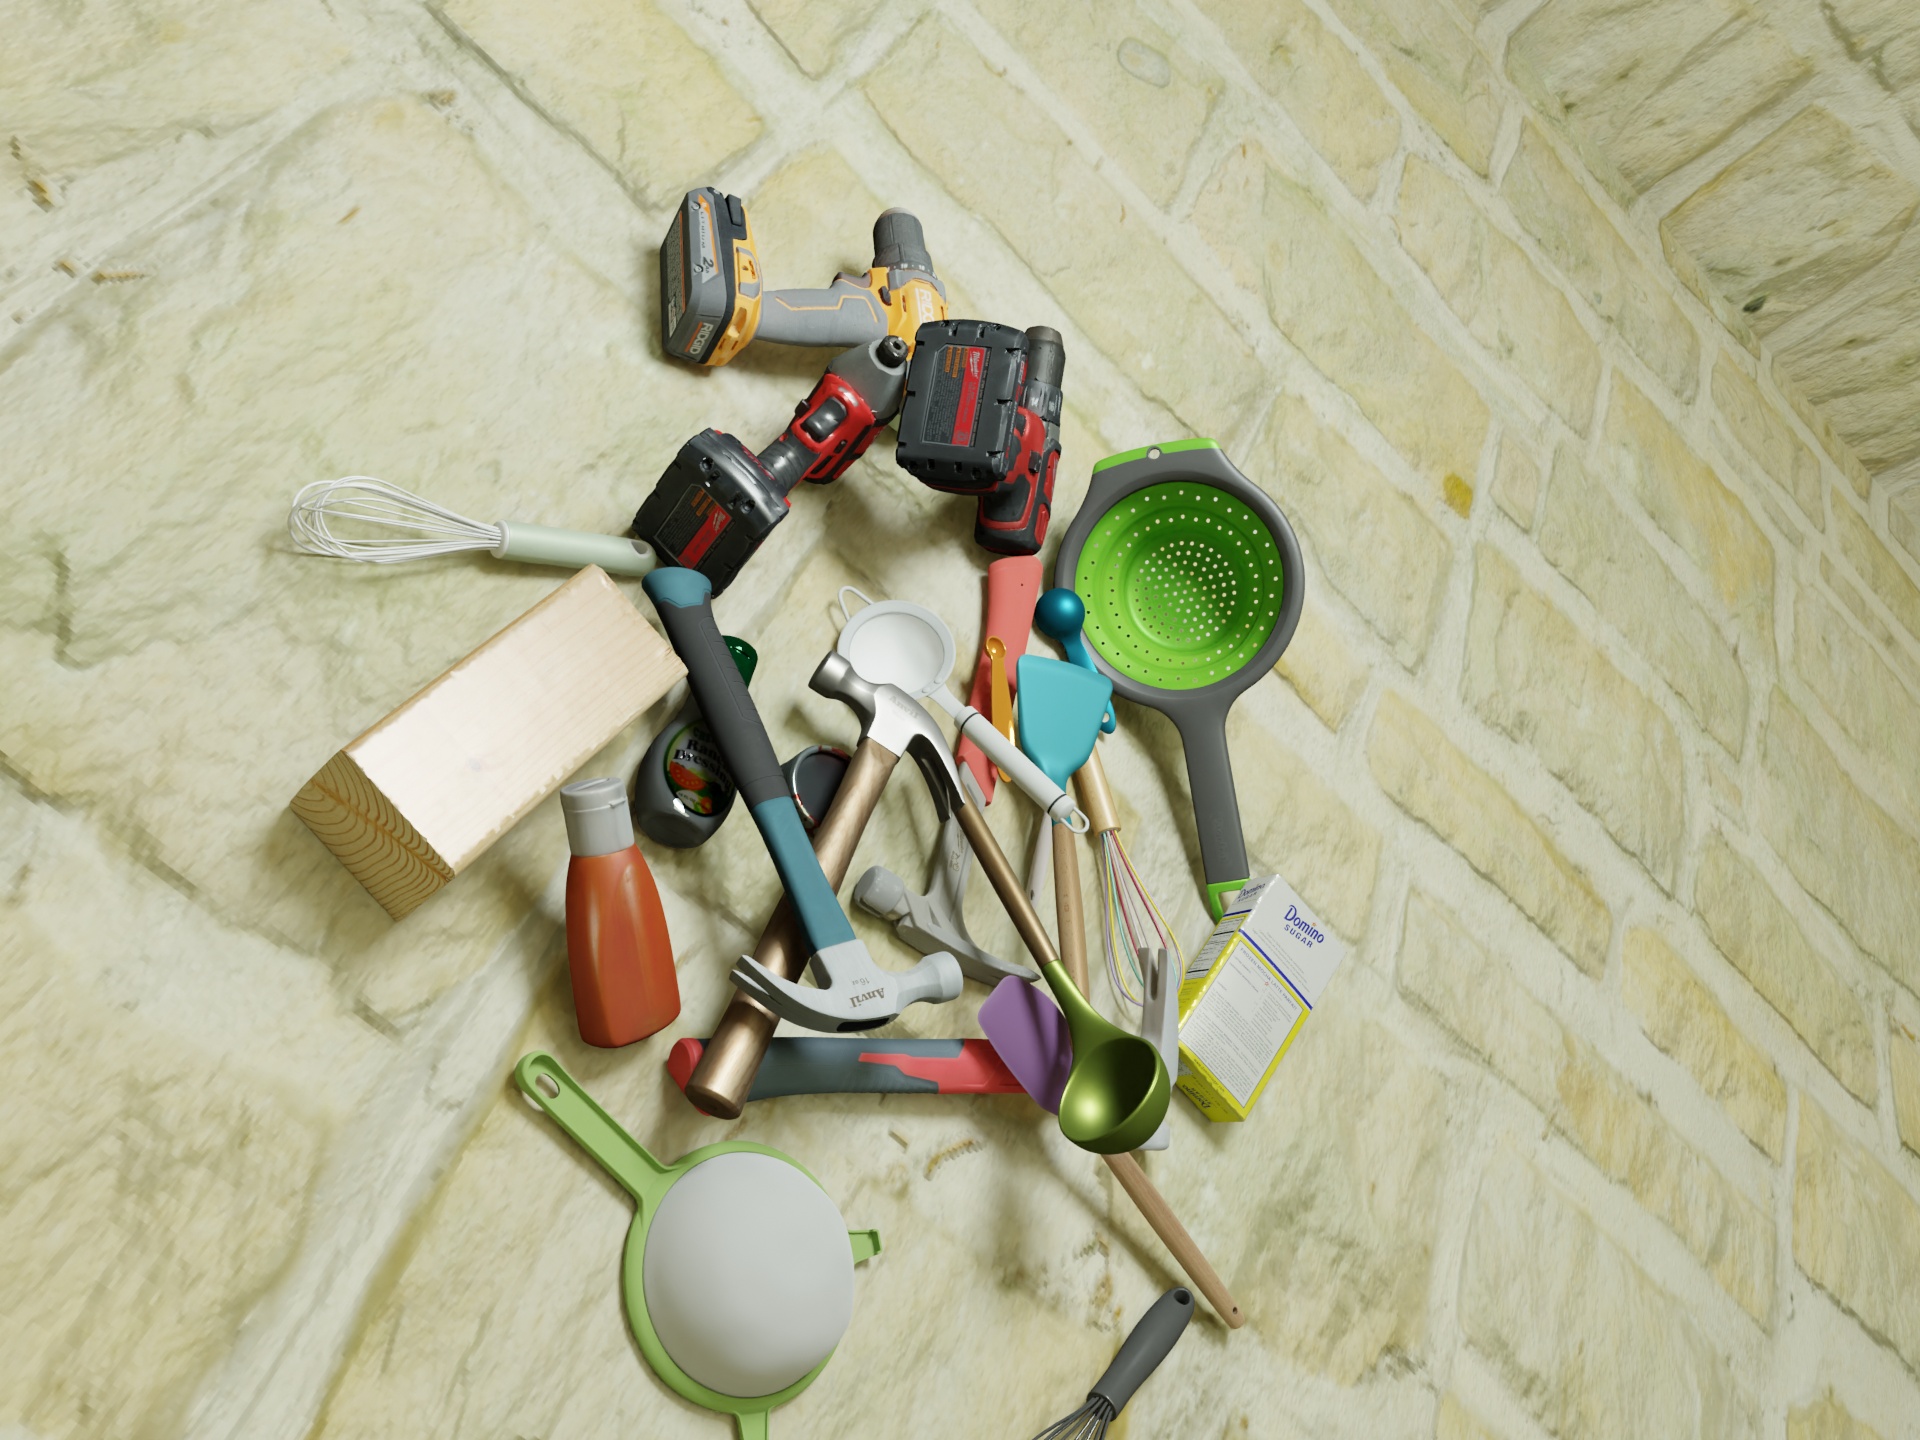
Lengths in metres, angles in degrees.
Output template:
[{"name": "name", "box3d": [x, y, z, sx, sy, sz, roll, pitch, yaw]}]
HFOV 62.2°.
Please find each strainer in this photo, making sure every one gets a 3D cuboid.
[{"name": "strainer", "box3d": [-0.002, -0.004, 1.138, 0.087, 0.050, 0.259, -37, 64, -21]}, {"name": "strainer", "box3d": [-0.145, 0.272, 0.895, 0.256, 0.069, 0.151, 48, 46, -12]}]

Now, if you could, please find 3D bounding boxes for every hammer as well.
[{"name": "hammer", "box3d": [-0.121, 0.041, 0.985, 0.128, 0.033, 0.331, -13, 64, -31]}, {"name": "hammer", "box3d": [-0.008, 0.212, 1.047, 0.386, 0.038, 0.143, 9, 79, -34]}, {"name": "hammer", "box3d": [0.024, 0.020, 1.201, 0.149, 0.036, 0.359, 32, 50, -23]}, {"name": "hammer", "box3d": [-0.089, 0.104, 1.005, 0.130, 0.031, 0.331, 33, 49, -12]}]

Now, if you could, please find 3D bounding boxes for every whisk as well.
[{"name": "whisk", "box3d": [-0.297, -0.114, 0.996, 0.246, 0.059, 0.058, 4, 48, -45]}, {"name": "whisk", "box3d": [0.124, 0.106, 1.232, 0.051, 0.047, 0.245, 0, 63, -31]}, {"name": "whisk", "box3d": [0.094, 0.442, 1.023, 0.239, 0.055, 0.055, -32, 89, -49]}]

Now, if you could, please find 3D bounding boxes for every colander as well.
[{"name": "colander", "box3d": [0.199, -0.031, 1.336, 0.094, 0.204, 0.397, -4, 84, -78]}]

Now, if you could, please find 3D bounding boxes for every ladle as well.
[{"name": "ladle", "box3d": [0.042, 0.137, 1.046, 0.062, 0.078, 0.320, 30, 27, -58]}]

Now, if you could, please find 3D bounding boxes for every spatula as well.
[{"name": "spatula", "box3d": [0.078, 0.092, 1.131, 0.082, 0.044, 0.318, 15, 48, -20]}, {"name": "spatula", "box3d": [0.111, 0.300, 1.085, 0.060, 0.018, 0.315, -46, 108, -36]}]

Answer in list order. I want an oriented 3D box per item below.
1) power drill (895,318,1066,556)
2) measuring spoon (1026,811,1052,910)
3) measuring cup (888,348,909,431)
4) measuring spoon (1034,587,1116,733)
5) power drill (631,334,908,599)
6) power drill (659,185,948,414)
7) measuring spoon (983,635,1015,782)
[{"name": "power drill", "box3d": [0.031, -0.237, 1.220, 0.226, 0.080, 0.188, 22, 77, -73]}, {"name": "measuring spoon", "box3d": [0.058, 0.090, 1.208, 0.034, 0.018, 0.124, 50, 44, -47]}, {"name": "measuring cup", "box3d": [-0.075, -0.288, 1.291, 0.167, 0.038, 0.083, 30, 53, -10]}, {"name": "measuring spoon", "box3d": [0.098, -0.049, 1.295, 0.021, 0.042, 0.128, 28, 39, -84]}, {"name": "power drill", "box3d": [-0.119, -0.189, 1.119, 0.078, 0.143, 0.220, 45, 48, -4]}, {"name": "power drill", "box3d": [-0.113, -0.339, 1.229, 0.226, 0.084, 0.185, 7, 62, -27]}, {"name": "measuring spoon", "box3d": [0.028, -0.008, 1.189, 0.021, 0.011, 0.117, 12, 64, -37]}]
